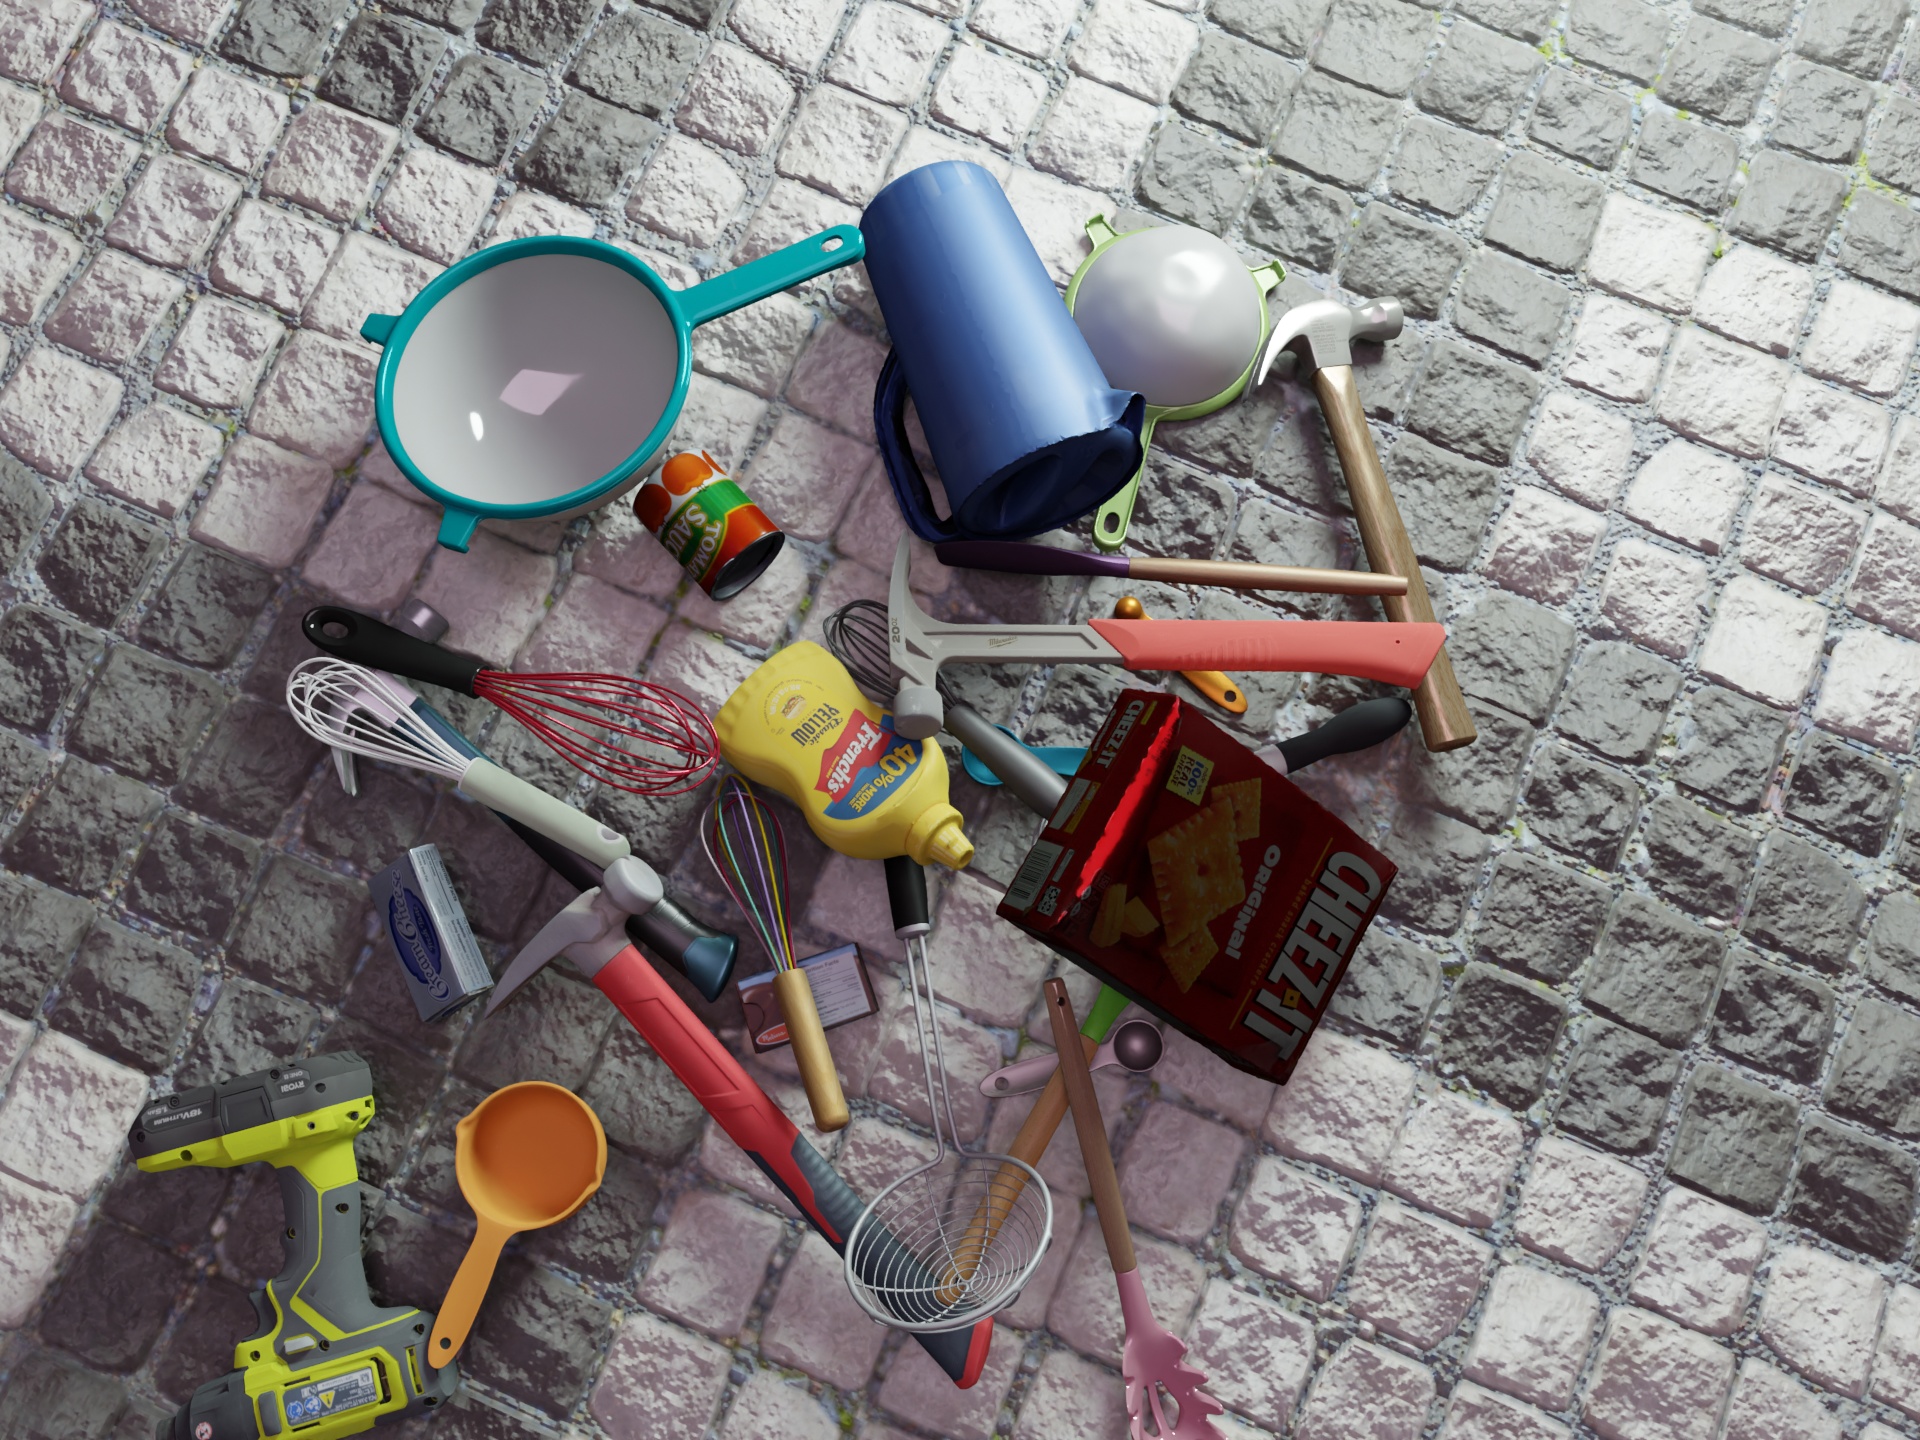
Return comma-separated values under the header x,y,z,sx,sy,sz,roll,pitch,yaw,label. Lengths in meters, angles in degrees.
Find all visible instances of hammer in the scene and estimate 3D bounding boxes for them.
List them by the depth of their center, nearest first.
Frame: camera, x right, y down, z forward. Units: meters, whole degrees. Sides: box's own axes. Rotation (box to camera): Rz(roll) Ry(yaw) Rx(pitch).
x,y,z,sx,sy,sz,roll,pitch,yaw,label
-0.130,0.272,0.997,0.143,0.038,0.386,-43,87,14,hammer
0.132,-0.057,1.033,0.359,0.036,0.149,0,58,-3,hammer
-0.277,0.066,1.048,0.331,0.033,0.128,38,78,6,hammer
0.286,-0.138,1.096,0.130,0.031,0.331,-11,77,-15,hammer

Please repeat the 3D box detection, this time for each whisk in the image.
x,y,z,sx,sy,sz,roll,pitch,yaw,label
-0.116,0.143,1.009,0.047,0.051,0.245,-29,64,17,whisk
-0.321,0.031,1.018,0.246,0.058,0.059,28,111,1,whisk
-0.292,-0.019,1.024,0.296,0.073,0.073,19,78,8,whisk
-0.001,-0.003,1.042,0.239,0.055,0.055,41,79,21,whisk
0.177,0.040,1.059,0.284,0.070,0.070,-22,80,-11,whisk

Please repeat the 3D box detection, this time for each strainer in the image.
x,y,z,sx,sy,sz,roll,pitch,yaw,label
-0.217,-0.239,1.077,0.340,0.095,0.211,-25,70,-5,strainer
0.135,-0.244,1.110,0.151,0.069,0.256,16,76,1,strainer

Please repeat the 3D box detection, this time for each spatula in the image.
x,y,z,sx,sy,sz,roll,pitch,yaw,label
0.139,-0.102,1.068,0.316,0.059,0.018,5,77,6,spatula

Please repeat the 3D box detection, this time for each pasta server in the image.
x,y,z,sx,sy,sz,roll,pitch,yaw,label
0.098,0.312,0.978,0.060,0.040,0.316,-15,91,-19,pasta server

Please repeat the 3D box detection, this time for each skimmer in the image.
x,y,z,sx,sy,sz,roll,pitch,yaw,label
-0.028,0.182,0.973,0.127,0.090,0.364,-15,67,11,skimmer

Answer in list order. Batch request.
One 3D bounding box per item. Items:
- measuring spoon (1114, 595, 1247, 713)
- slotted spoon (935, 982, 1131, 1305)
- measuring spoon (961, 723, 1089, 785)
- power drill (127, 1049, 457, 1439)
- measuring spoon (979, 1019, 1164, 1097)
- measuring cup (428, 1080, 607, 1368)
x,y,z,sx,sy,sz,roll,pitch,yaw,label
0.153,-0.045,1.097,0.117,0.011,0.021,42,80,7,measuring spoon
0.070,0.225,1.006,0.070,0.031,0.314,34,72,-5,slotted spoon
0.062,0.029,1.079,0.128,0.021,0.042,6,77,-10,measuring spoon
-0.417,0.327,0.966,0.171,0.080,0.223,-15,82,-6,power drill
0.073,0.225,1.038,0.124,0.018,0.034,-16,66,2,measuring spoon
-0.280,0.309,0.981,0.095,0.052,0.174,21,75,3,measuring cup
